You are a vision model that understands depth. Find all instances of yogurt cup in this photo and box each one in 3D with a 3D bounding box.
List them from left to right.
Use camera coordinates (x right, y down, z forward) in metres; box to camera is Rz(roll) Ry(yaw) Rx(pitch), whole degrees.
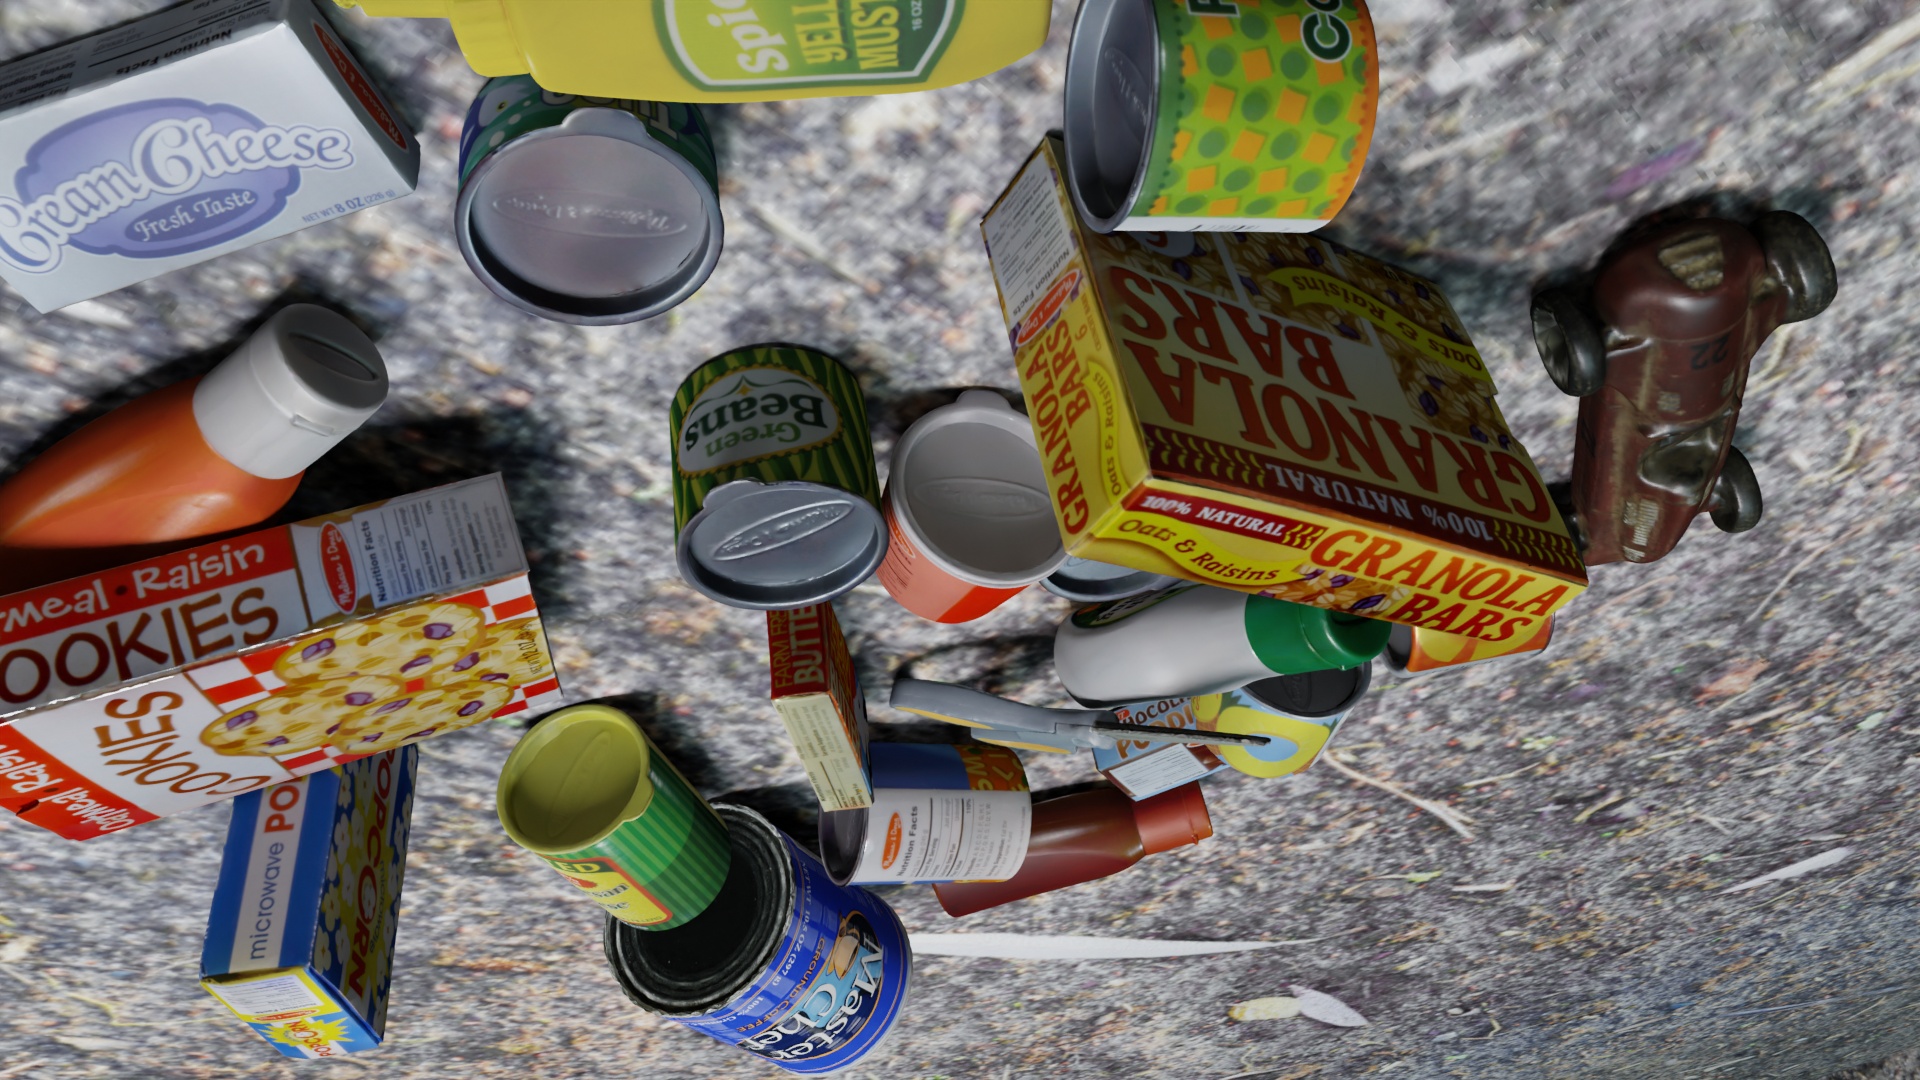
[{"bbox_3d":[0.002,-0.006,0.477,0.072,0.072,0.053,2,154,-20],"label":"yogurt cup"}]

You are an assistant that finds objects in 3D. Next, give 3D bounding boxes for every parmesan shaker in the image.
[{"bbox_3d":[-0.145,0.125,0.607,0.071,0.071,0.102,-15,144,4],"label":"parmesan shaker"}]

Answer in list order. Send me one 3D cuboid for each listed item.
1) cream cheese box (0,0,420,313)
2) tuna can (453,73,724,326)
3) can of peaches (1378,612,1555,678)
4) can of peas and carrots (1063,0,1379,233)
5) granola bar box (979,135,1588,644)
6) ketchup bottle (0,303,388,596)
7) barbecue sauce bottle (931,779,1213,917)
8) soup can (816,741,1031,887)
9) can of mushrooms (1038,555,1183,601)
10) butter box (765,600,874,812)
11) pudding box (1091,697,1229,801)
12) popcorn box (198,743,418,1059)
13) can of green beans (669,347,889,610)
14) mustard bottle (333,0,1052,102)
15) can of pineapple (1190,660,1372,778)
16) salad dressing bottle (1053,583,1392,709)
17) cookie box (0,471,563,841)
[{"bbox_3d":[-0.191,-0.094,0.333,0.104,0.024,0.053,-16,143,5],"label":"cream cheese box"},{"bbox_3d":[-0.095,-0.091,0.357,0.071,0.033,0.070,-8,144,-6],"label":"tuna can"},{"bbox_3d":[0.201,0.018,0.571,0.058,0.071,0.071,-11,144,-1],"label":"can of peaches"},{"bbox_3d":[0.064,-0.113,0.348,0.059,0.071,0.070,-3,143,-14],"label":"can of peas and carrots"},{"bbox_3d":[0.095,-0.041,0.405,0.166,0.125,0.039,11,139,-30],"label":"granola bar box"},{"bbox_3d":[-0.231,-0.016,0.411,0.148,0.044,0.064,-30,147,23],"label":"ketchup bottle"},{"bbox_3d":[0.058,0.160,0.741,0.148,0.044,0.064,-16,145,4],"label":"barbecue sauce bottle"},{"bbox_3d":[-0.019,0.127,0.657,0.084,0.071,0.071,5,141,-24],"label":"soup can"},{"bbox_3d":[0.058,-0.008,0.518,0.071,0.033,0.070,-8,144,-6],"label":"can of mushrooms"},{"bbox_3d":[-0.056,0.066,0.568,0.024,0.053,0.103,-10,144,2],"label":"butter box"},{"bbox_3d":[0.110,0.094,0.678,0.083,0.030,0.049,-25,142,17],"label":"pudding box"},{"bbox_3d":[-0.239,0.117,0.521,0.038,0.127,0.084,-5,144,-5],"label":"popcorn box"},{"bbox_3d":[-0.059,-0.020,0.445,0.071,0.058,0.071,-8,144,-6],"label":"can of green beans"},{"bbox_3d":[-0.060,-0.127,0.305,0.160,0.049,0.065,-9,143,-4],"label":"mustard bottle"},{"bbox_3d":[0.138,0.063,0.613,0.071,0.071,0.057,-4,144,-11],"label":"can of pineapple"},{"bbox_3d":[0.096,0.037,0.532,0.064,0.044,0.147,-12,176,-35],"label":"salad dressing bottle"},{"bbox_3d":[-0.220,0.042,0.445,0.168,0.040,0.122,-16,160,-17],"label":"cookie box"}]
